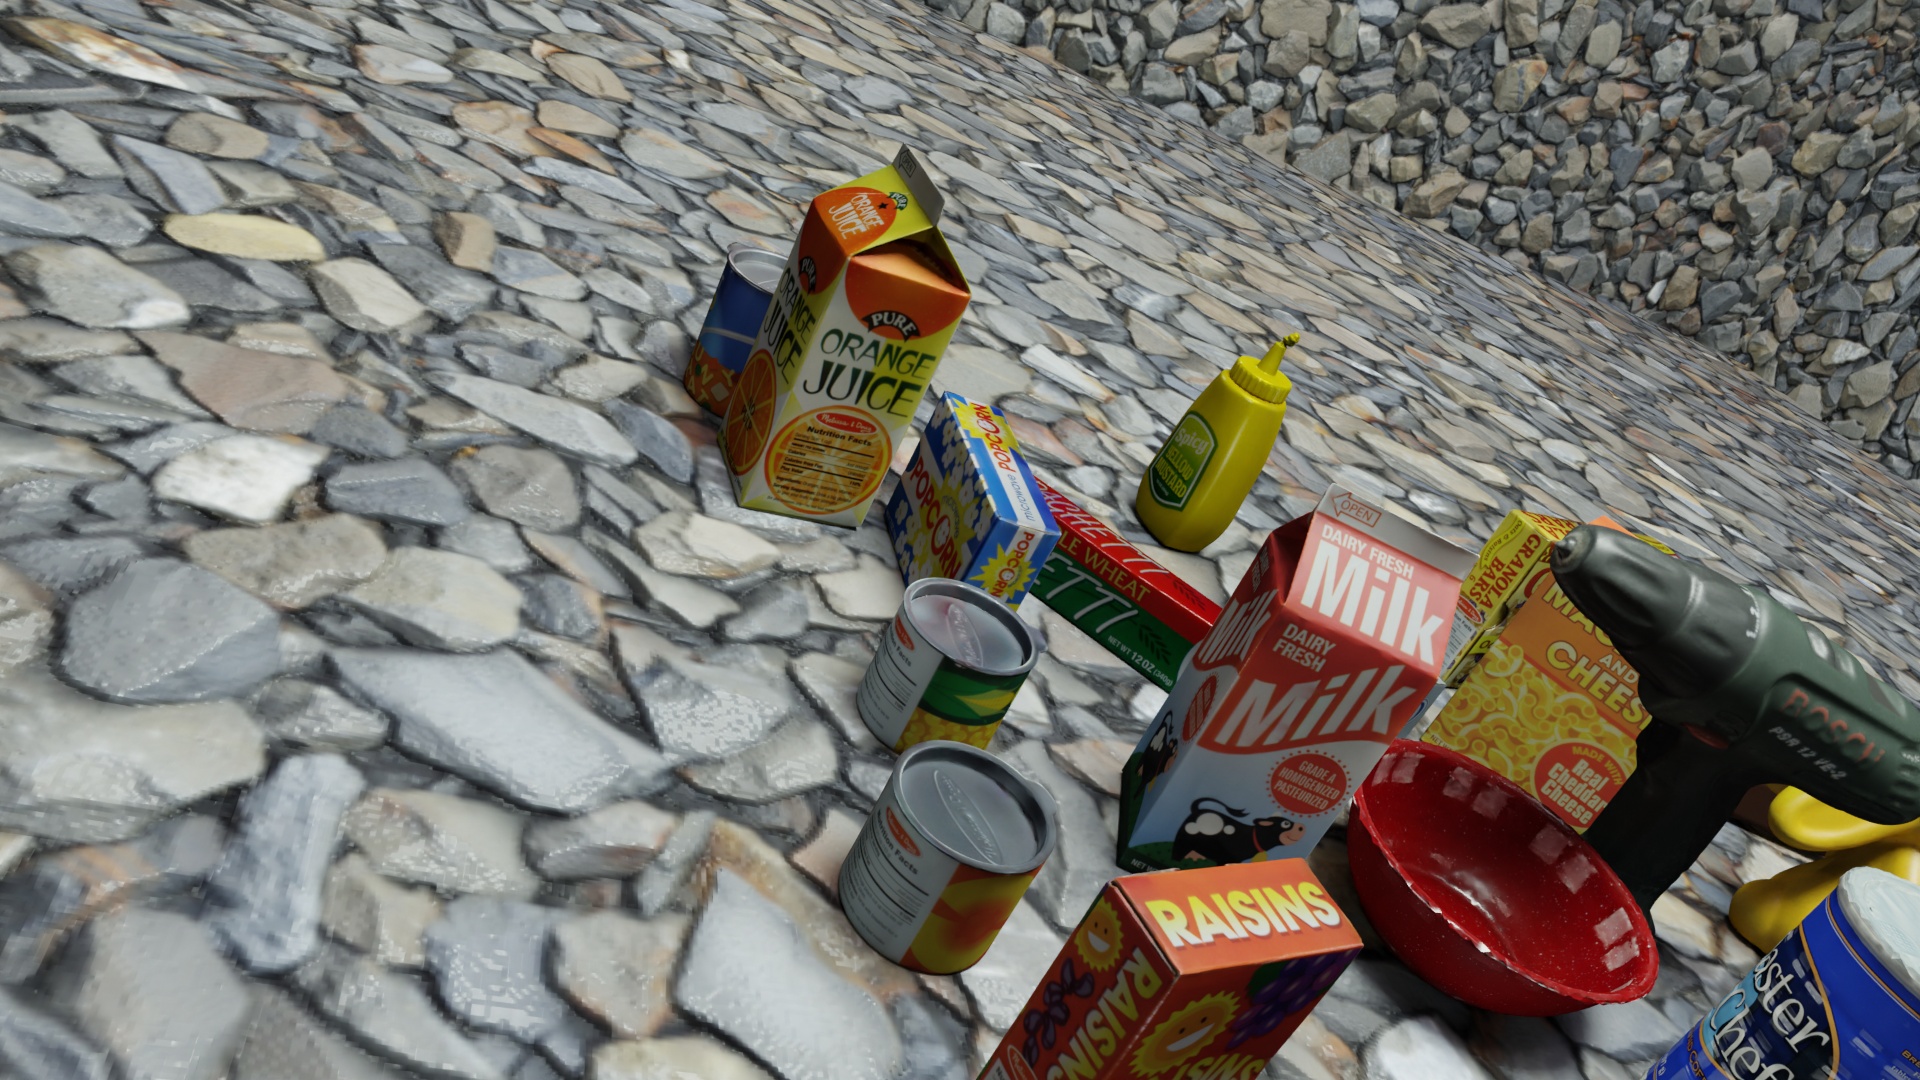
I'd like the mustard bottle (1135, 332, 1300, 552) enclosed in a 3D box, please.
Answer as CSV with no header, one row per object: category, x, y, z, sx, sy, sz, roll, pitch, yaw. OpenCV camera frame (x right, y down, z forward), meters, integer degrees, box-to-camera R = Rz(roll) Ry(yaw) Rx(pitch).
mustard bottle,0.172,-0.069,0.901,0.049,0.159,0.065,8,32,-34

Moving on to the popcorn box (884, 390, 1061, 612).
popcorn box,0.003,-0.009,0.726,0.038,0.084,0.127,15,29,-24

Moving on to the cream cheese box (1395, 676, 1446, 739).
cream cheese box,0.223,0.091,0.785,0.104,0.053,0.024,6,34,-35

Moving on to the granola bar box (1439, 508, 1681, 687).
granola bar box,0.402,0.047,0.947,0.166,0.123,0.039,7,33,-34

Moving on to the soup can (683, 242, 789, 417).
soup can,-0.120,-0.120,0.810,0.071,0.083,0.072,22,27,-12

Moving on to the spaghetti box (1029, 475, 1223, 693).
spaghetti box,0.074,0.020,0.777,0.250,0.050,0.029,36,28,17

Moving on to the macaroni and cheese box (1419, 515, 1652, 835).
macaroni and cheese box,0.364,0.089,0.793,0.124,0.165,0.040,40,29,24

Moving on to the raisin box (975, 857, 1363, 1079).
raisin box,0.060,0.159,0.443,0.086,0.122,0.040,6,34,-36

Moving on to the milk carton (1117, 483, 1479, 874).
milk carton,0.142,0.067,0.604,0.072,0.189,0.074,25,27,-4

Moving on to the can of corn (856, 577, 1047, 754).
can of corn,-0.004,0.060,0.628,0.071,0.058,0.071,21,27,-12

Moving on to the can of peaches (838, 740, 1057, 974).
can of peaches,-0.004,0.119,0.525,0.071,0.057,0.071,21,27,-12

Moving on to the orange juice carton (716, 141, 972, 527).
orange juice carton,-0.057,-0.107,0.725,0.073,0.191,0.072,11,31,-29
